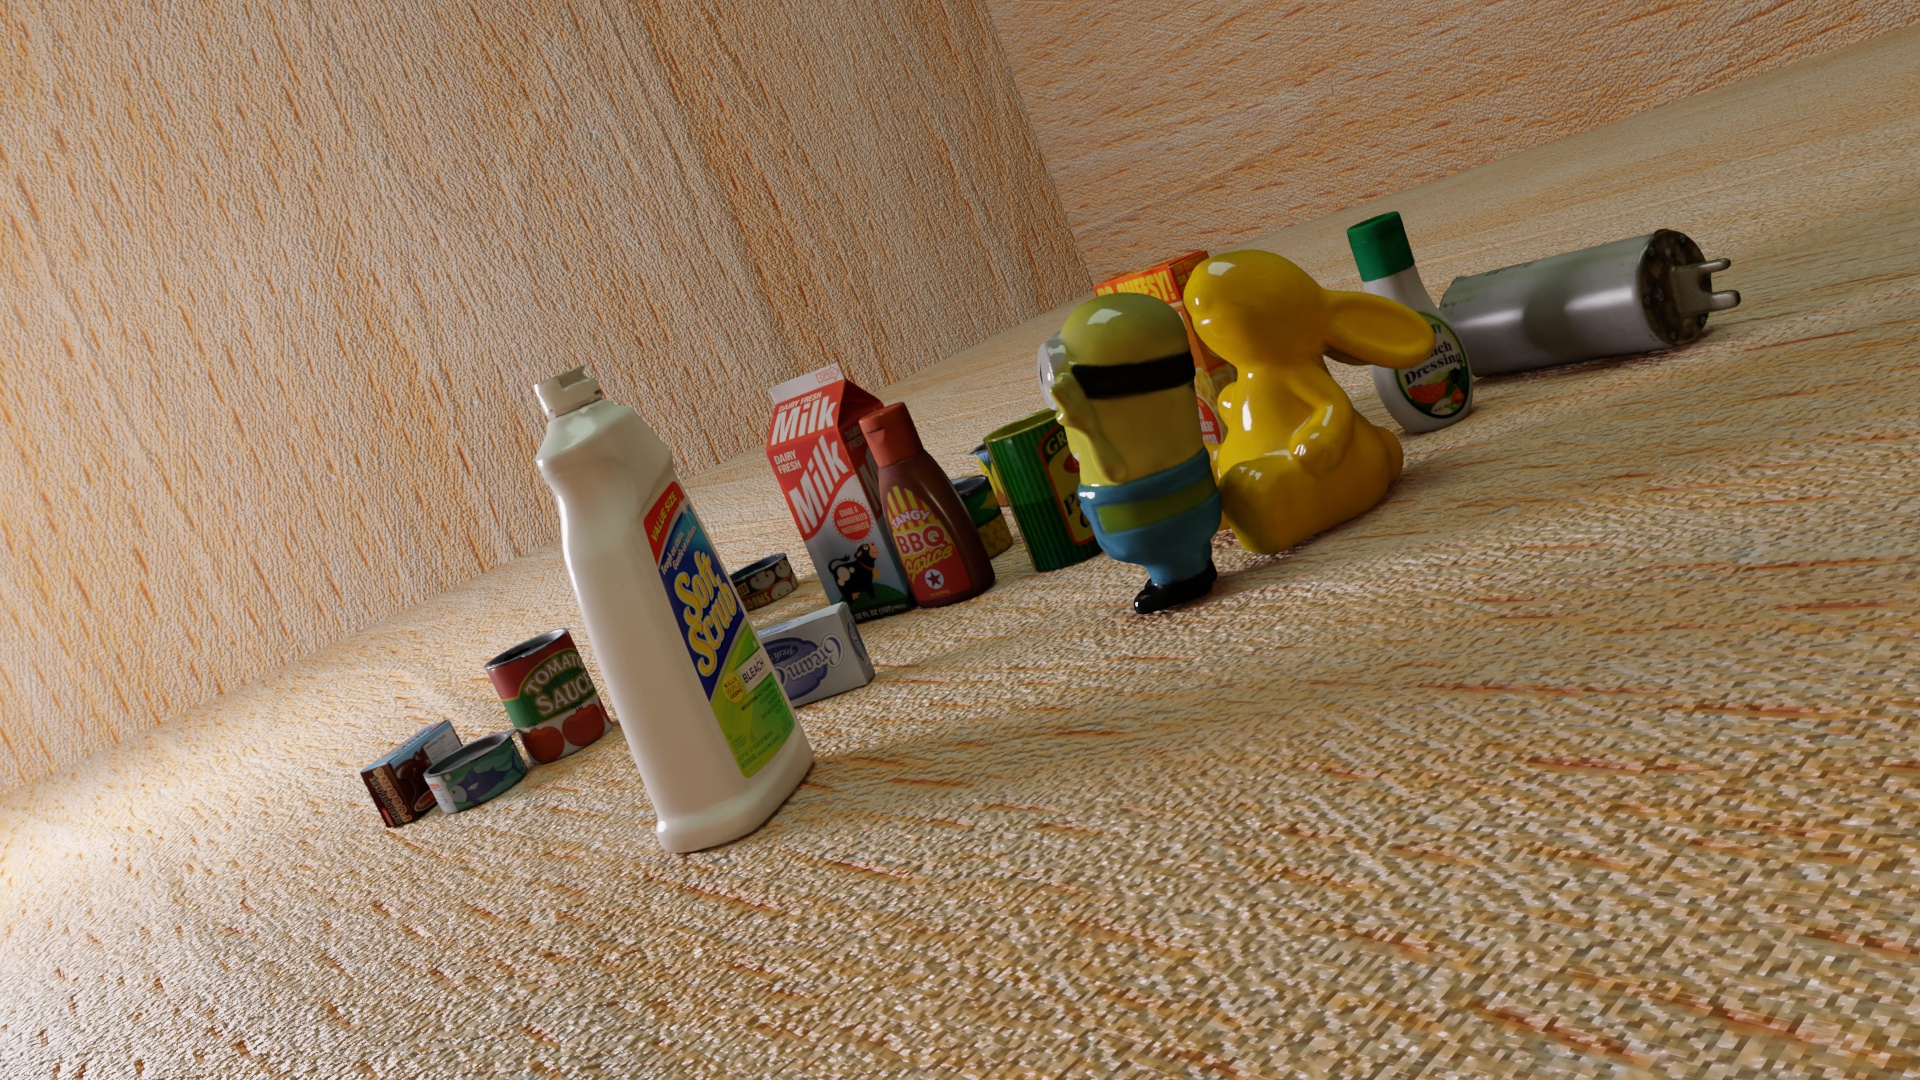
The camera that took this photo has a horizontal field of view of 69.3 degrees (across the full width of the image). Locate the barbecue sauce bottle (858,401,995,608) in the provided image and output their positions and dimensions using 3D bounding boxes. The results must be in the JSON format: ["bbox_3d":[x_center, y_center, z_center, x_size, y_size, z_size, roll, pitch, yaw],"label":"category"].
[{"bbox_3d":[-0.029,-0.026,1.011,0.064,0.148,0.044,-15,13,34],"label":"barbecue sauce bottle"}]

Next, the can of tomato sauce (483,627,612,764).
[{"bbox_3d":[-0.308,0.117,1.044,0.071,0.083,0.071,-22,11,4],"label":"can of tomato sauce"}]

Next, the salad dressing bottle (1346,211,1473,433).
[{"bbox_3d":[0.303,-0.148,0.947,0.064,0.147,0.044,-24,11,-7],"label":"salad dressing bottle"}]

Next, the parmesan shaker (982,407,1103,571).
[{"bbox_3d":[0.067,-0.038,1.000,0.071,0.103,0.071,-22,11,4],"label":"parmesan shaker"}]

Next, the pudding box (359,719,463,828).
[{"bbox_3d":[-0.409,0.175,1.051,0.030,0.049,0.084,-19,11,17],"label":"pudding box"}]

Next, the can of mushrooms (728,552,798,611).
[{"bbox_3d":[-0.190,0.041,1.308,0.071,0.033,0.071,-21,11,4],"label":"can of mushrooms"}]

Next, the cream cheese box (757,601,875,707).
[{"bbox_3d":[-0.113,0.082,0.906,0.104,0.053,0.024,-20,11,14],"label":"cream cheese box"}]

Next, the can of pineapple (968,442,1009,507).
[{"bbox_3d":[0.051,-0.069,1.298,0.071,0.057,0.071,-21,11,4],"label":"can of pineapple"}]

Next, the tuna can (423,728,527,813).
[{"bbox_3d":[-0.351,0.168,1.015,0.071,0.032,0.071,-21,11,4],"label":"tuna can"}]

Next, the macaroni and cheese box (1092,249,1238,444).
[{"bbox_3d":[0.176,-0.136,1.090,0.040,0.166,0.123,-26,11,-19],"label":"macaroni and cheese box"}]

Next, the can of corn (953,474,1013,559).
[{"bbox_3d":[0.004,-0.014,1.125,0.071,0.058,0.071,-21,11,4],"label":"can of corn"}]

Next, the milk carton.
[{"bbox_3d":[-0.084,-0.038,1.064,0.072,0.190,0.074,-16,12,31],"label":"milk carton"}]
